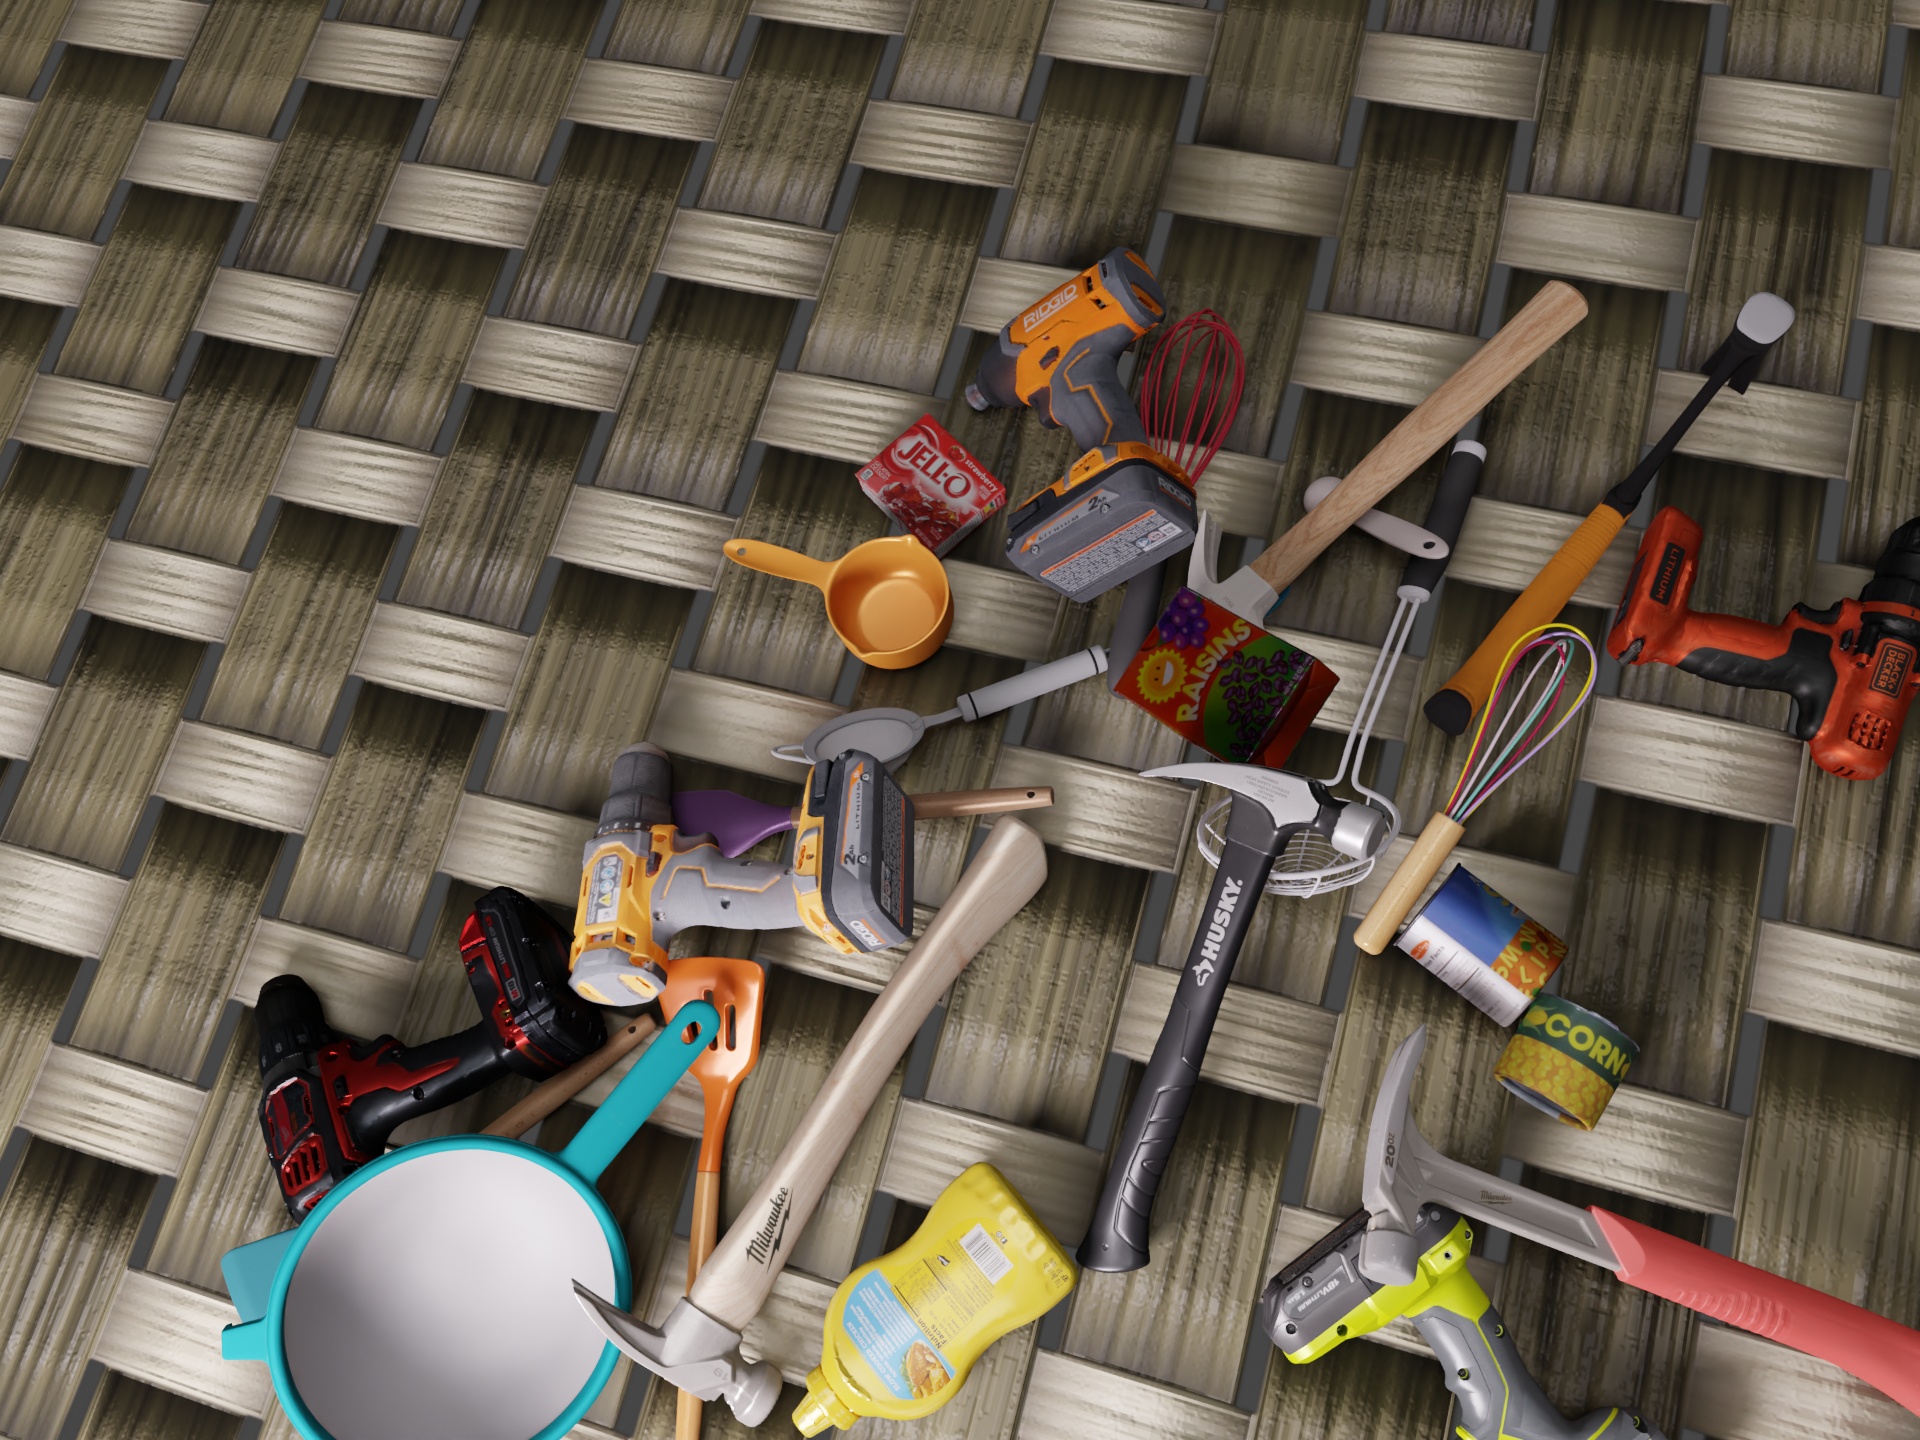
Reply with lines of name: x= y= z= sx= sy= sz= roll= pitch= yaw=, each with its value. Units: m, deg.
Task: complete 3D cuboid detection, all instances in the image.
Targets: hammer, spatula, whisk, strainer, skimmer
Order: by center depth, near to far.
hammer: x=0.406 y=0.304 z=0.913 sx=0.359 sy=0.036 sz=0.149 roll=21 pitch=58 yaw=0
hammer: x=0.135 y=0.184 z=0.972 sx=0.146 sy=0.035 sz=0.334 roll=23 pitch=99 yaw=29
strainer: x=-0.279 y=0.311 z=1.015 sx=0.211 sy=0.095 sz=0.340 roll=44 pitch=74 yaw=-13
hammer: x=-0.077 y=0.231 z=1.021 sx=0.146 sy=0.038 sz=0.411 roll=37 pitch=76 yaw=-13
whisk: x=0.324 y=0.044 z=1.022 sx=0.047 sy=0.051 sz=0.245 roll=31 pitch=95 yaw=-15
spatula: x=-0.169 y=0.318 z=1.030 sx=0.081 sy=0.041 sz=0.323 roll=-2 pitch=74 yaw=15
skimmer: x=0.270 y=-0.045 z=1.051 sx=0.127 sy=0.090 sz=0.363 roll=12 pitch=71 yaw=41
spatula: x=-0.337 y=0.295 z=1.060 sx=0.317 sy=0.044 sz=0.082 roll=-37 pitch=65 yaw=-5
hammer: x=0.425 y=-0.127 z=1.062 sx=0.034 sy=0.127 sz=0.337 roll=39 pitch=92 yaw=15
hammer: x=0.288 y=-0.174 z=1.078 sx=0.331 sy=0.031 sz=0.130 roll=-43 pitch=54 yaw=3
spatula: x=-0.090 y=0.067 z=1.092 sx=0.316 sy=0.018 sz=0.060 roll=-6 pitch=71 yaw=15
strainer: x=-0.002 y=-0.004 z=1.105 sx=0.258 sy=0.050 sz=0.087 roll=-21 pitch=28 yaw=-4
whisk: x=0.144 y=-0.155 z=1.115 sx=0.073 sy=0.073 sz=0.296 roll=12 pitch=77 yaw=12

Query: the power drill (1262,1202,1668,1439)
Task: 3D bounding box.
power drill: x=0.284 y=0.399 z=0.922 sx=0.171 sy=0.080 sz=0.223 roll=-36 pitch=75 yaw=-4

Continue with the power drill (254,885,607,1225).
power drill: x=-0.370 y=0.206 z=1.068 sx=0.226 sy=0.080 sz=0.188 roll=-33 pitch=53 yaw=-1

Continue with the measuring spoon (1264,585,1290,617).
measuring spoon: x=0.183 y=-0.054 z=1.108 sx=0.128 sy=0.021 sz=0.042 roll=-38 pitch=57 yaw=-14

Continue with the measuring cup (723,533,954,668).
measuring cup: x=-0.086 y=-0.093 z=1.139 sx=0.174 sy=0.052 sz=0.095 roll=18 pitch=77 yaw=15

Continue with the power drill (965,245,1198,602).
power drill: x=0.075 y=-0.200 z=1.104 sx=0.164 sy=0.084 sz=0.227 roll=-28 pitch=54 yaw=34

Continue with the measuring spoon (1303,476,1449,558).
measuring spoon: x=0.283 y=-0.140 z=1.089 sx=0.034 sy=0.018 sz=0.124 roll=-44 pitch=46 yaw=-9

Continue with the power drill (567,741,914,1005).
power drill: x=-0.147 y=0.082 z=1.049 sx=0.226 sy=0.084 sz=0.186 roll=-12 pitch=55 yaw=17
